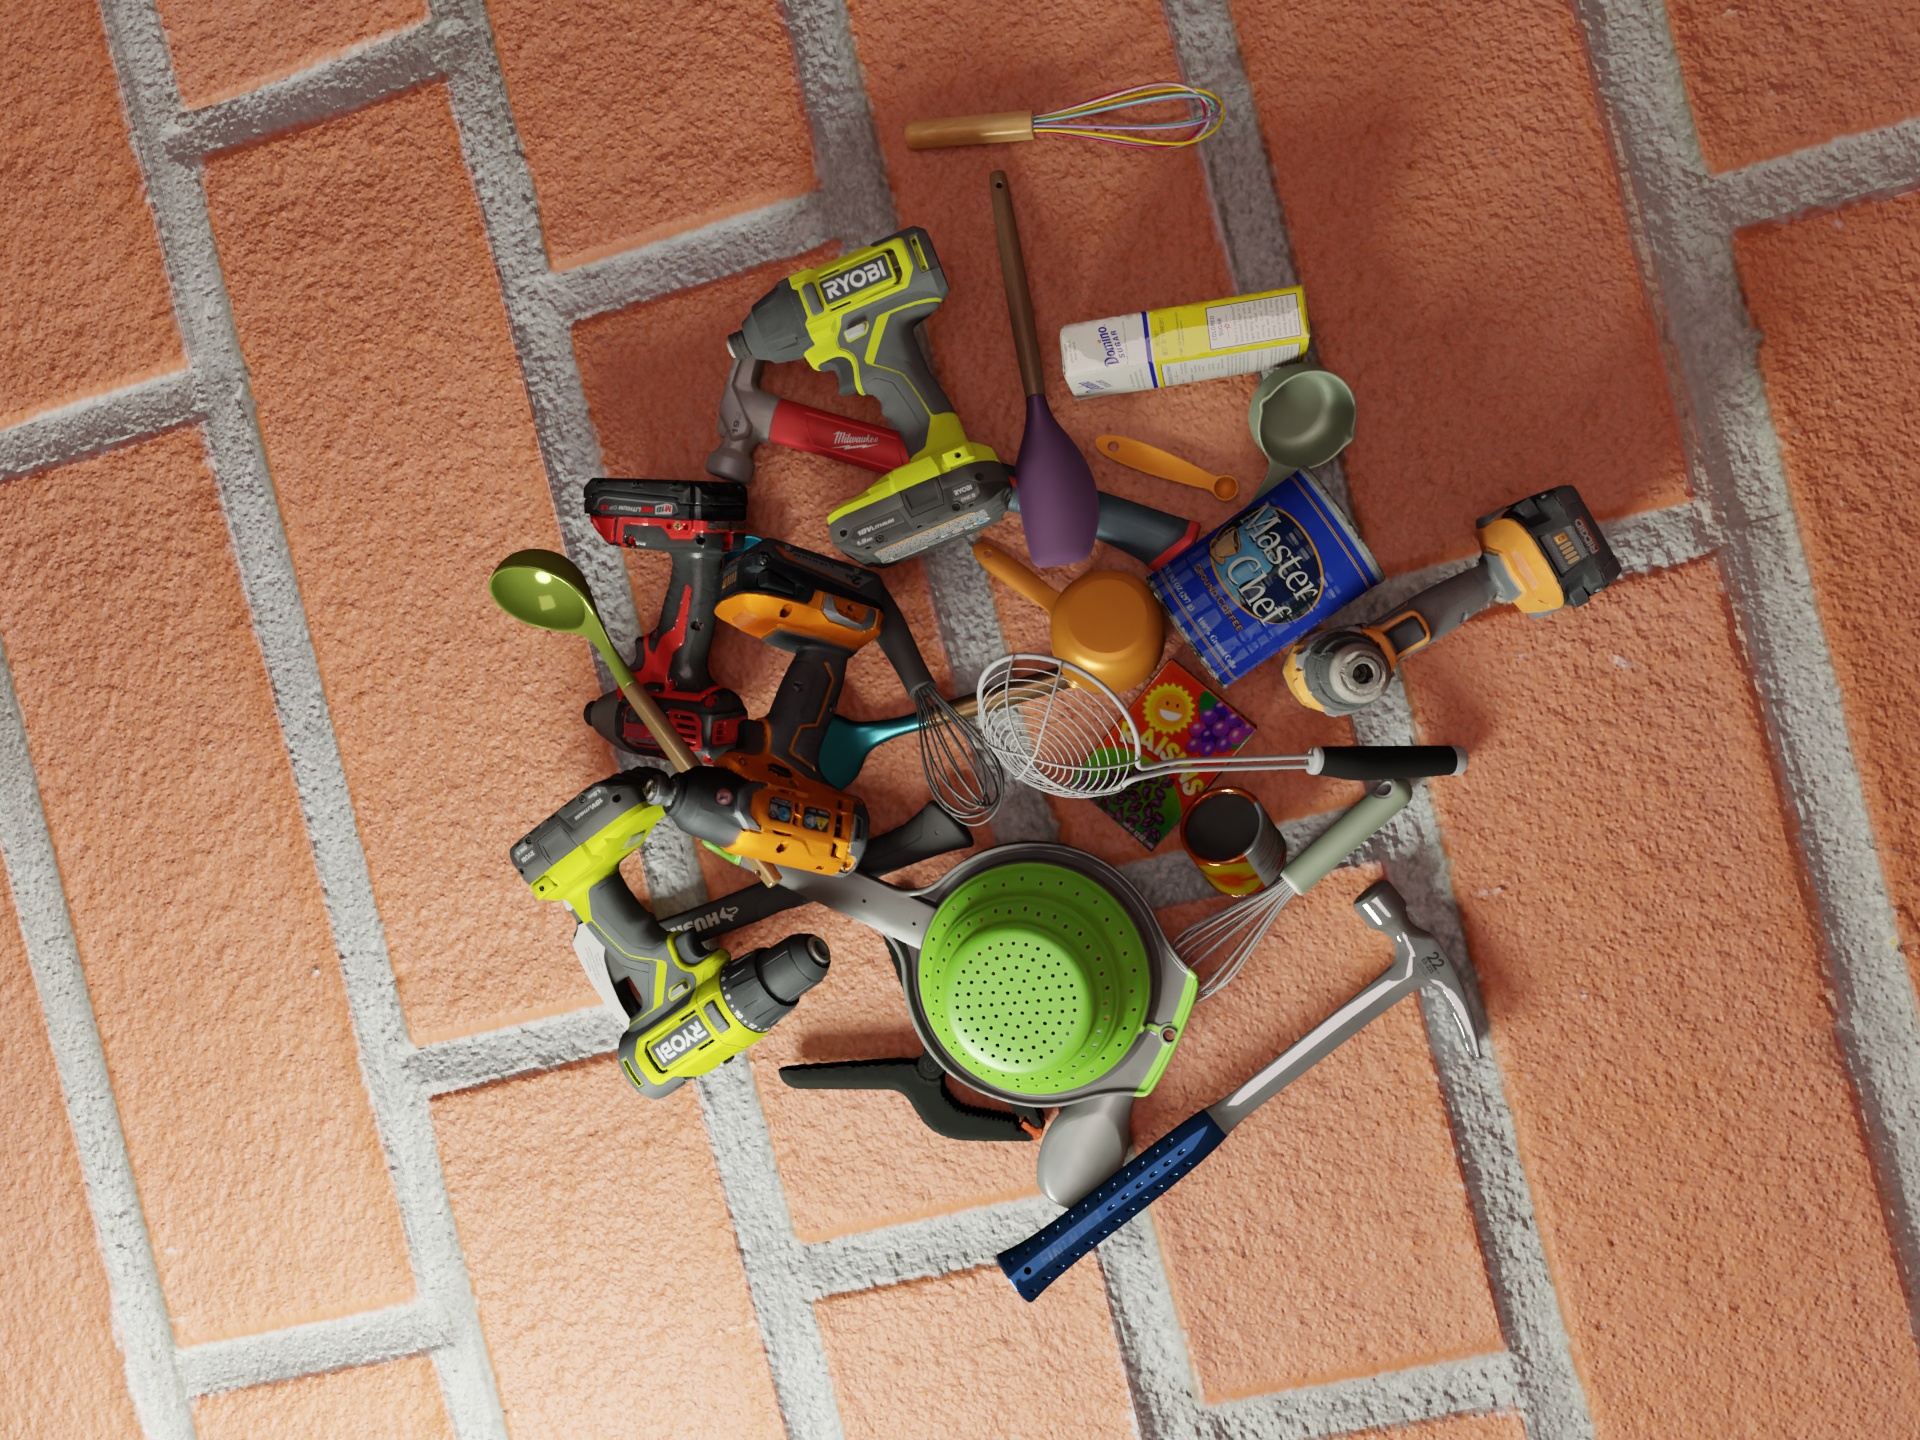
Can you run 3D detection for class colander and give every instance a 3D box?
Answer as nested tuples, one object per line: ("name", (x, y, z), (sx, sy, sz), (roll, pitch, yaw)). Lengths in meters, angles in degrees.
("colander", (-0.025, 0.163, 1.177), (0.397, 0.094, 0.204), (23, 99, 10))

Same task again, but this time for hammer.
("hammer", (-0.148, 0.145, 1.267), (0.335, 0.035, 0.146), (-21, 88, 9))
("hammer", (0.203, 0.298, 1.187), (0.405, 0.035, 0.144), (-38, 86, 0))
("hammer", (0.001, -0.207, 1.230), (0.386, 0.038, 0.143), (17, 93, 8))

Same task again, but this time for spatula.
("spatula", (-0.002, -0.004, 1.234), (0.317, 0.044, 0.082), (-17, 104, 8))
("spatula", (0.055, -0.270, 1.205), (0.060, 0.018, 0.316), (-10, 81, 0))

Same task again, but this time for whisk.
("whisk", (0.077, -0.452, 1.207), (0.245, 0.051, 0.047), (0, 98, 12))
("whisk", (0.245, 0.129, 1.201), (0.246, 0.058, 0.059), (-42, 120, 5))
("whisk", (-0.030, -0.021, 1.200), (0.055, 0.055, 0.239), (-33, 59, 9))

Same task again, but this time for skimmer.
("skimmer", (0.194, 0.005, 1.152), (0.363, 0.127, 0.090), (0, 54, -16))

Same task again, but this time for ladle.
("ladle", (-0.242, 0.000, 1.193), (0.320, 0.062, 0.078), (52, 143, 7))

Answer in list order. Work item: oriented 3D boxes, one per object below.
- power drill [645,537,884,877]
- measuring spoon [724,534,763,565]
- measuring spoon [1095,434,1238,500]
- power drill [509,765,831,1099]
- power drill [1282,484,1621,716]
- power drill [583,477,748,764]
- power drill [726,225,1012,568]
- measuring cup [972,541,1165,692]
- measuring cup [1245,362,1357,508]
("power drill", (-0.139, -0.011, 1.154), (0.164, 0.084, 0.227), (16, 69, -31))
("measuring spoon", (-0.138, -0.094, 1.270), (0.042, 0.021, 0.128), (-37, 95, 19))
("measuring spoon", (0.158, -0.195, 1.220), (0.117, 0.011, 0.021), (22, 93, 11))
("power drill", (-0.220, 0.152, 1.211), (0.190, 0.080, 0.228), (-36, 86, 21))
("power drill", (0.335, -0.075, 1.107), (0.226, 0.185, 0.084), (-30, 90, 6))
("power drill", (-0.235, -0.078, 1.248), (0.143, 0.078, 0.219), (6, 98, 28))
("power drill", (-0.067, -0.235, 1.185), (0.171, 0.080, 0.223), (-21, 82, 7))
("measuring cup", (0.077, -0.094, 1.205), (0.174, 0.052, 0.095), (36, 79, 13))
("measuring cup", (0.232, -0.190, 1.194), (0.083, 0.038, 0.167), (17, 116, -20))
